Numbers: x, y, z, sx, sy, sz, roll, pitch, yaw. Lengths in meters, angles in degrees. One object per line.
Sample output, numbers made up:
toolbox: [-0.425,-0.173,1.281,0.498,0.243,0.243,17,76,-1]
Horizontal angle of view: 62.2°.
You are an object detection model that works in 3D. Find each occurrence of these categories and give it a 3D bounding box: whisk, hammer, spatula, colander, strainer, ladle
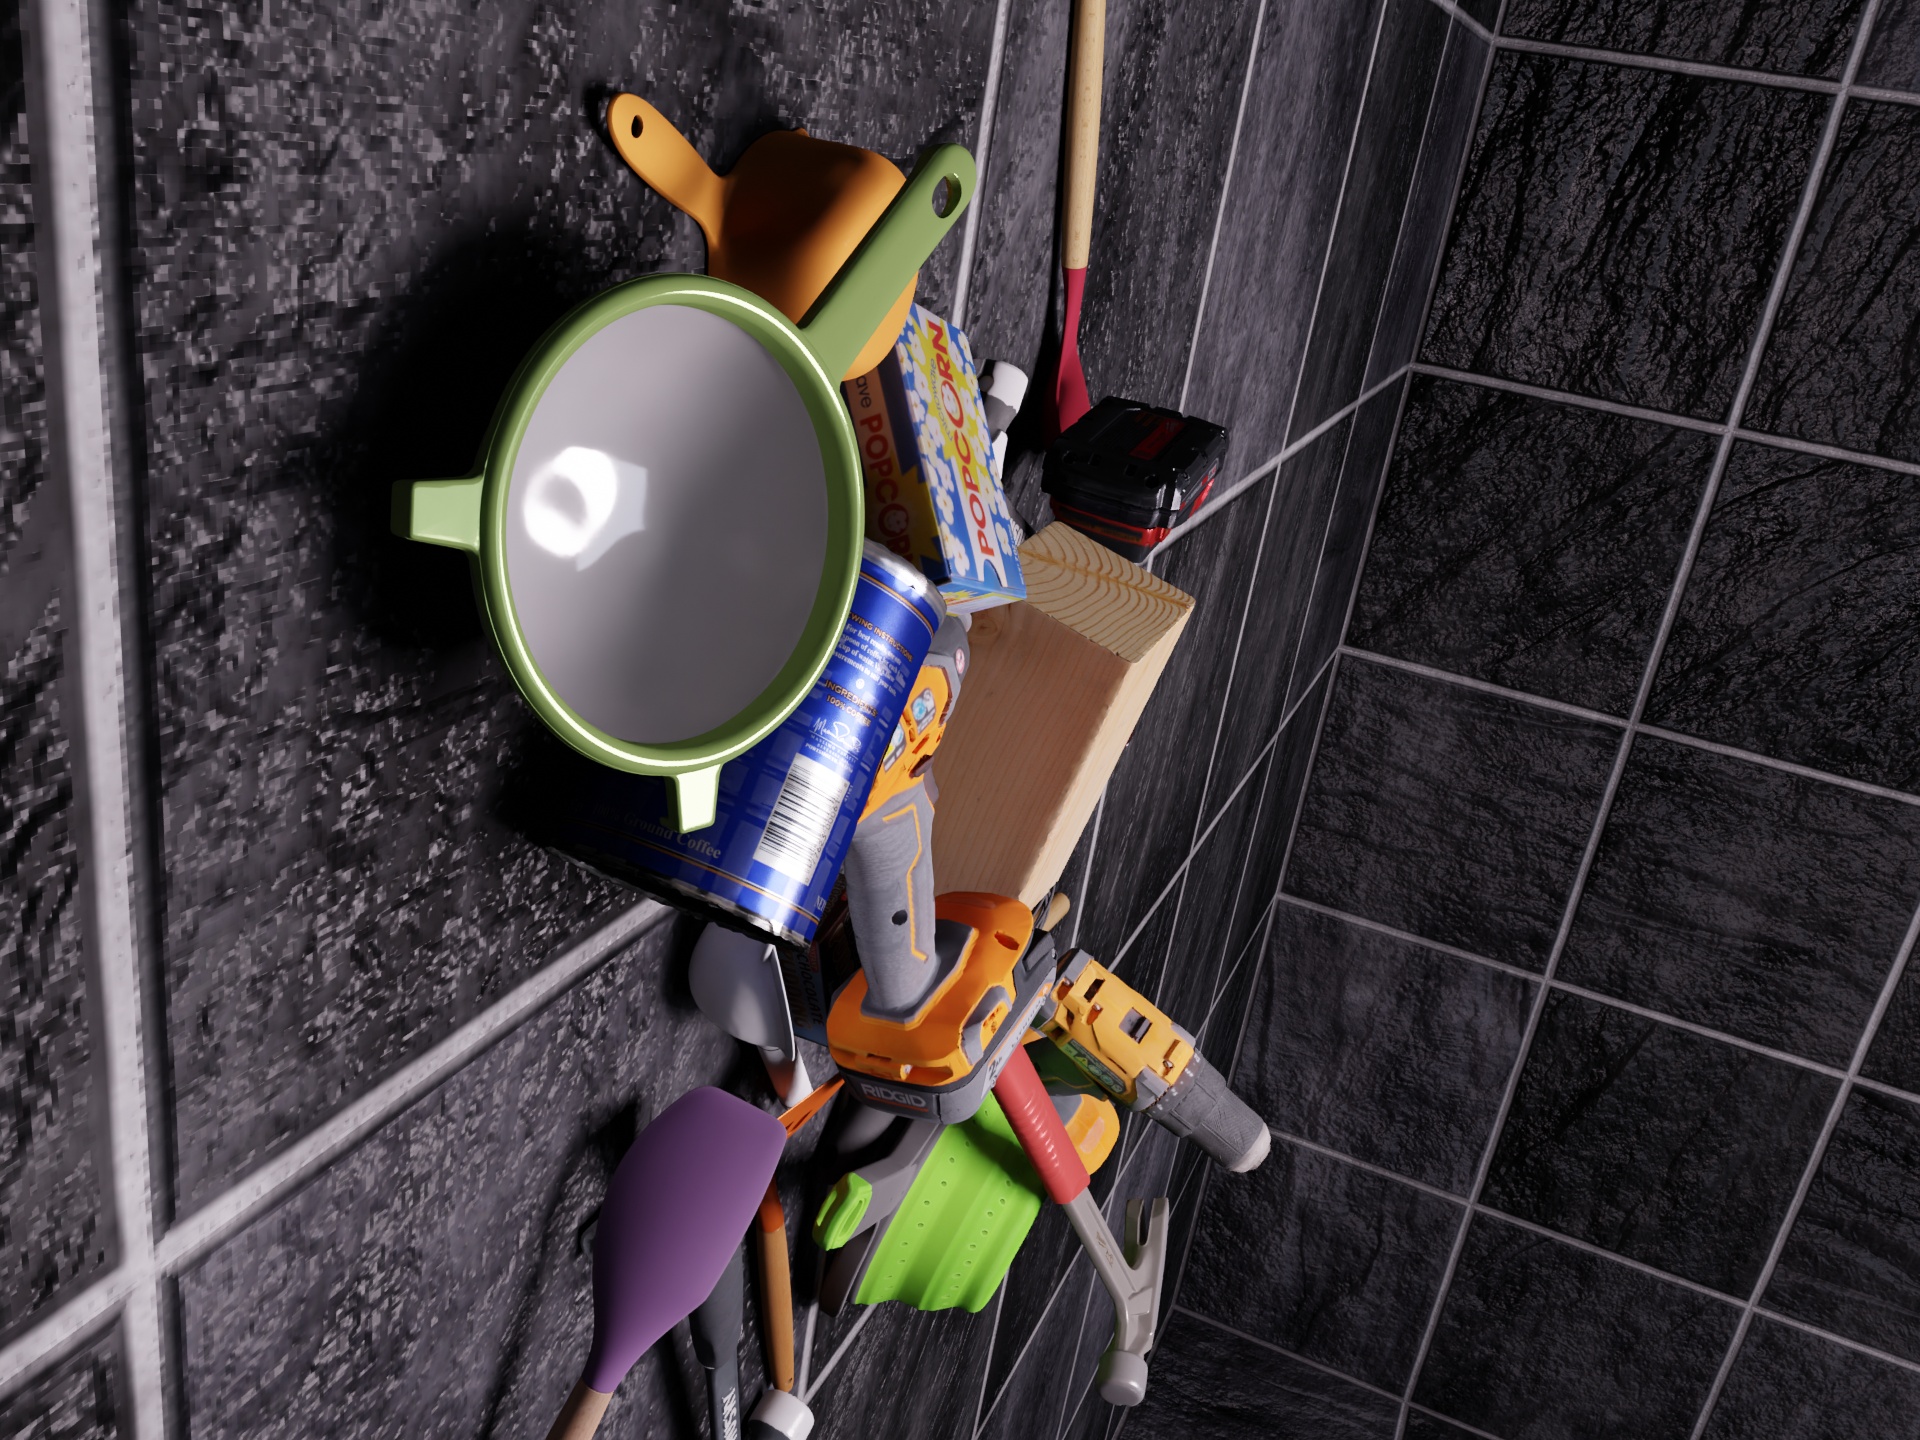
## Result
whisk: [-0.016,0.179,0.971,0.239,0.055,0.055,-55,158,-9]
whisk: [0.046,0.169,1.197,0.245,0.047,0.051,-22,125,-71]
hammer: [-0.126,0.327,0.808,0.149,0.036,0.408,-53,156,-43]
hammer: [0.058,0.256,0.967,0.149,0.037,0.358,-73,146,-48]
spatula: [-0.100,0.298,0.885,0.081,0.041,0.322,-32,141,-33]
colander: [-0.009,0.295,0.950,0.204,0.094,0.397,-60,169,-7]
strainer: [-0.094,0.149,0.771,0.258,0.050,0.087,86,-17,-58]
hammer: [0.041,-0.093,0.962,0.334,0.035,0.146,26,81,-72]
strainer: [-0.079,-0.103,0.521,0.256,0.069,0.151,-59,138,-25]
spatula: [-0.164,0.296,0.658,0.316,0.060,0.018,-64,-178,1]
ladle: [0.065,-0.278,0.883,0.069,0.031,0.315,-64,160,-52]

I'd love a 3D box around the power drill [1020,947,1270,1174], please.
power drill: [0.102,0.265,1.118,0.084,0.185,0.226,-49,176,-34]

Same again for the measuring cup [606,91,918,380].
measuring cup: [-0.062,-0.174,0.557,0.173,0.052,0.095,12,94,-74]

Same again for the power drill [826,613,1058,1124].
power drill: [-0.021,0.059,0.757,0.164,0.084,0.226,-51,136,-44]

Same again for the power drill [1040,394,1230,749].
power drill: [0.096,-0.075,0.963,0.188,0.080,0.226,-47,151,-54]
